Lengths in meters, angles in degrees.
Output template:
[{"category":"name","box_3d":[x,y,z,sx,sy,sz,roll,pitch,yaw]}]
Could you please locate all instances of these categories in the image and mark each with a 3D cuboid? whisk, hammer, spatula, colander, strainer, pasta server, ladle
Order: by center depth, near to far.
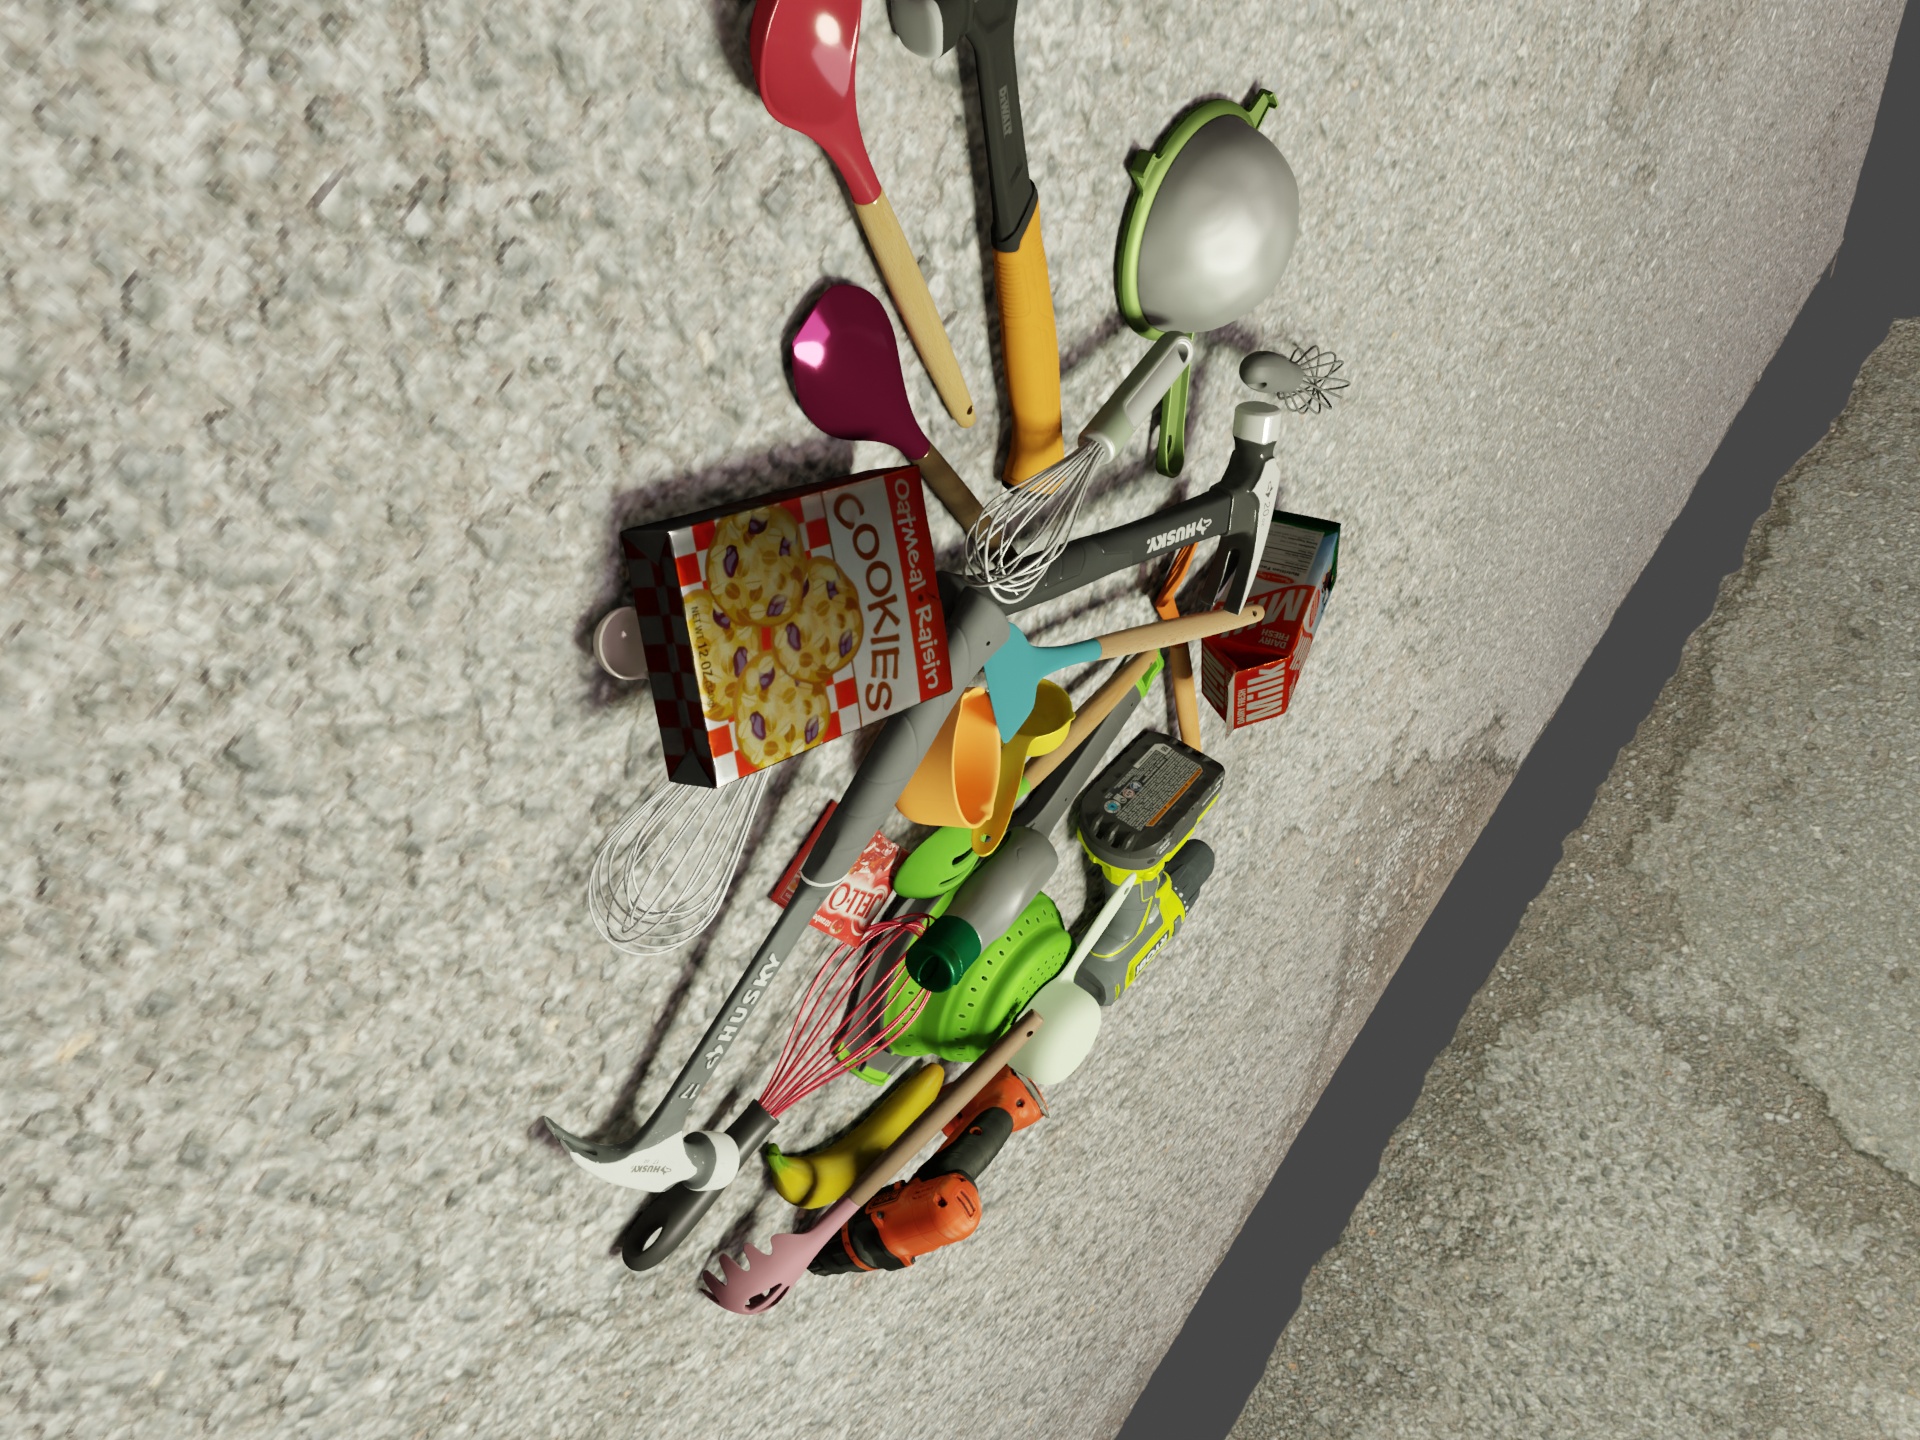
[{"category":"ladle","box_3d":[-0.035,-0.235,0.762,0.069,0.031,0.315,-54,153,-12]},{"category":"whisk","box_3d":[-0.103,-0.003,0.841,0.285,0.070,0.070,-58,152,-16]},{"category":"hammer","box_3d":[0.035,-0.254,0.853,0.127,0.034,0.336,-45,148,-26]},{"category":"hammer","box_3d":[-0.093,0.102,0.916,0.149,0.036,0.409,23,102,-54]},{"category":"whisk","box_3d":[0.076,-0.155,0.929,0.246,0.059,0.057,-52,126,-32]},{"category":"hammer","box_3d":[0.094,-0.103,1.022,0.335,0.035,0.146,-24,128,-40]},{"category":"strainer","box_3d":[0.165,-0.261,1.022,0.151,0.069,0.256,-38,143,-36]},{"category":"whisk","box_3d":[-0.114,0.240,1.043,0.296,0.073,0.073,-48,150,-13]},{"category":"spatula","box_3d":[0.119,-0.053,1.105,0.317,0.044,0.082,-15,94,-41]},{"category":"pasta server","box_3d":[-0.060,0.313,1.122,0.316,0.040,0.060,-46,138,4]},{"category":"whisk","box_3d":[0.238,-0.247,1.144,0.239,0.055,0.055,-21,134,-65]},{"category":"colander","box_3d":[0.067,0.120,1.186,0.397,0.095,0.204,-54,152,-11]},{"category":"spatula","box_3d":[0.185,-0.047,1.273,0.322,0.041,0.081,73,36,-51]}]

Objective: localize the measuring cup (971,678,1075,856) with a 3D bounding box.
[{"category":"measuring cup","box_3d":[0.033,0.035,1.050,0.029,0.062,0.157,92,15,-49]}]

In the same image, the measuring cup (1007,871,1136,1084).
[{"category":"measuring cup","box_3d":[0.093,0.188,1.146,0.167,0.038,0.083,-59,152,2]}]

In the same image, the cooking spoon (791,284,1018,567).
[{"category":"cooking spoon","box_3d":[-0.014,-0.141,0.892,0.069,0.017,0.318,-58,152,-6]}]

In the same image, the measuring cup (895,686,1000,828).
[{"category":"measuring cup","box_3d":[-0.002,-0.003,1.019,0.174,0.052,0.095,-67,151,-49]}]

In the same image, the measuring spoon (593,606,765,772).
[{"category":"measuring spoon","box_3d":[-0.136,-0.011,0.775,0.124,0.018,0.034,47,60,-39]}]

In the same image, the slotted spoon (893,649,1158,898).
[{"category":"slotted spoon","box_3d":[0.058,0.029,1.115,0.314,0.031,0.070,-43,158,-40]}]

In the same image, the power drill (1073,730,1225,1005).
[{"category":"power drill","box_3d":[0.166,0.120,1.373,0.190,0.080,0.228,-42,150,-31]}]
